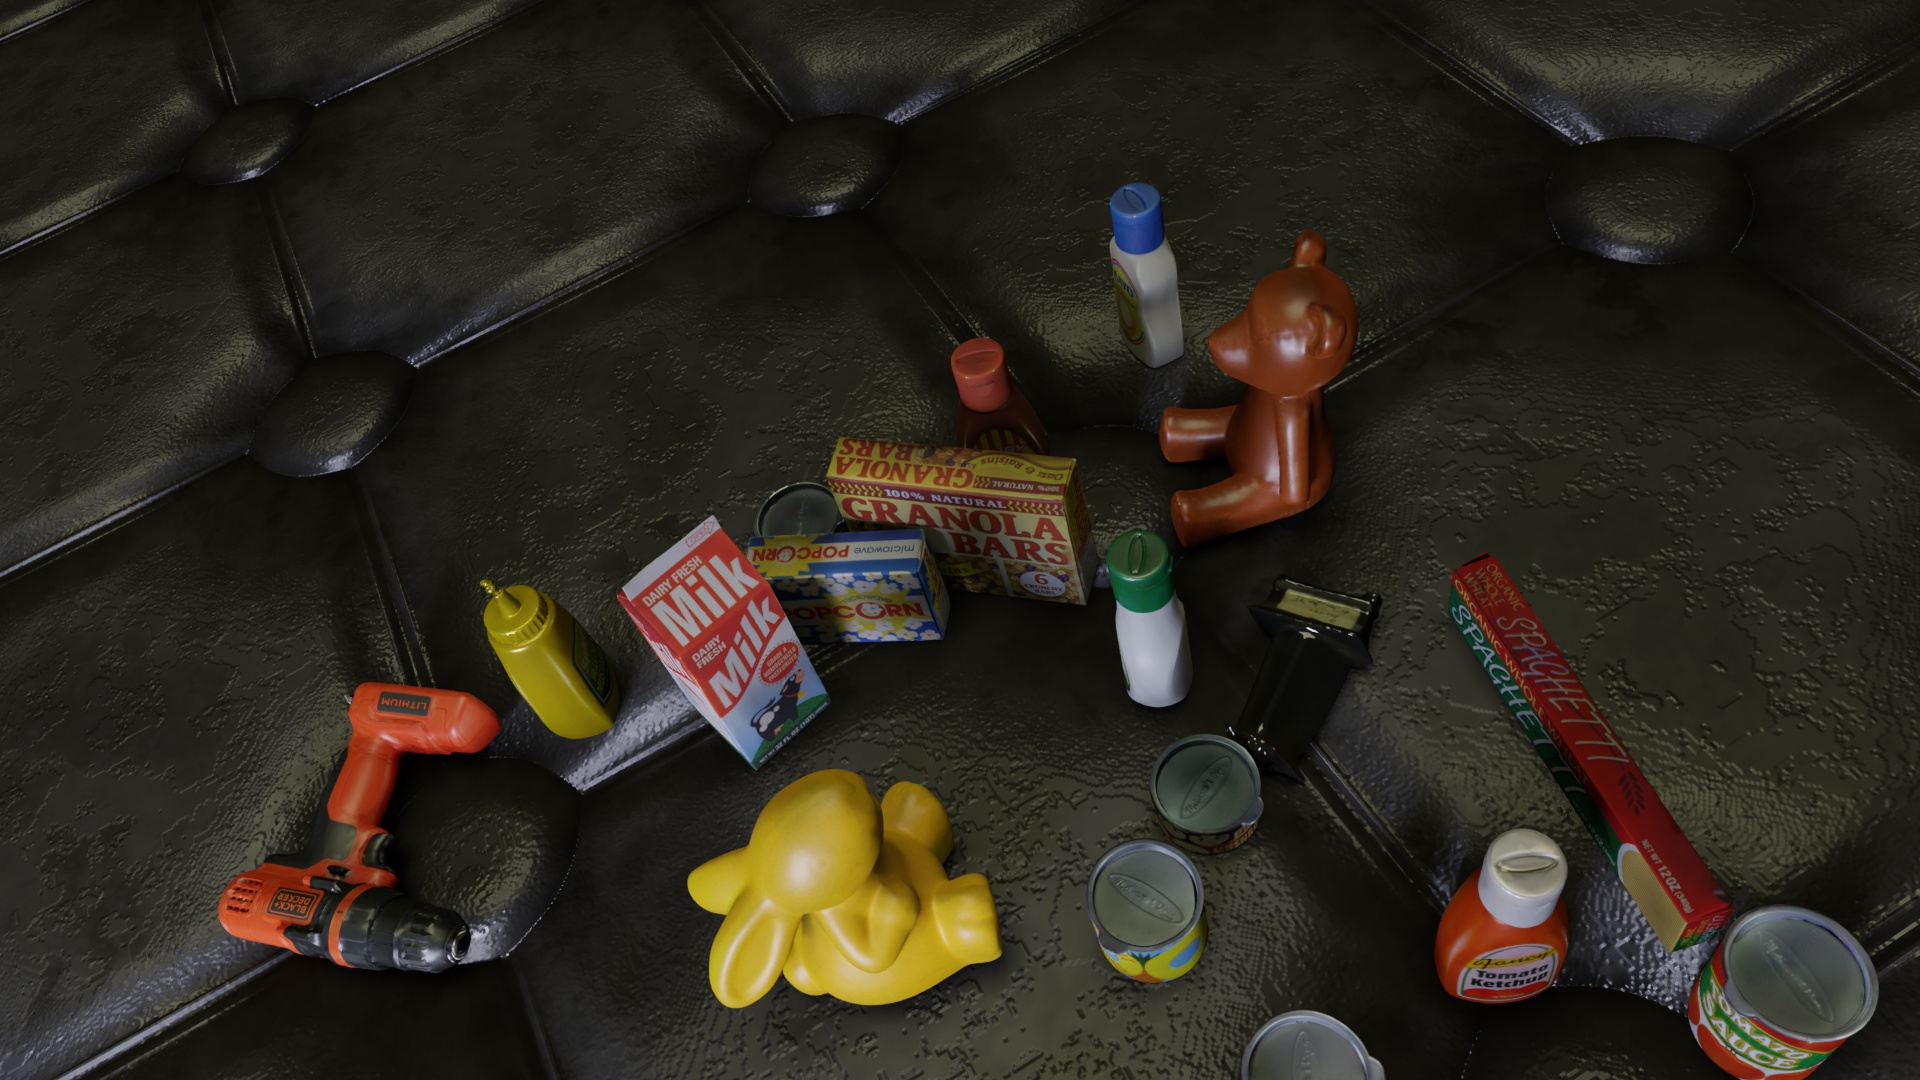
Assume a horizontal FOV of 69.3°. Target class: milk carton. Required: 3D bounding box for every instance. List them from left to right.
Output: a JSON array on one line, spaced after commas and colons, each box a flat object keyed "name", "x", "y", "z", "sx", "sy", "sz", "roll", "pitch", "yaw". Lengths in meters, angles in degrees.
[{"name": "milk carton", "x": -0.154, "y": 0.061, "z": 0.891, "sx": 0.072, "sy": 0.189, "sz": 0.073, "roll": -42, "pitch": 56, "yaw": -17}]

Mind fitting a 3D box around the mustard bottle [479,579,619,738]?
[{"name": "mustard bottle", "x": -0.279, "y": 0.074, "z": 0.931, "sx": 0.049, "sy": 0.159, "sz": 0.065, "roll": -15, "pitch": 52, "yaw": 3}]

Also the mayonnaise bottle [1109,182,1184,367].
[{"name": "mayonnaise bottle", "x": 0.137, "y": -0.199, "z": 1.039, "sx": 0.041, "sy": 0.147, "sz": 0.065, "roll": -26, "pitch": 53, "yaw": -6}]

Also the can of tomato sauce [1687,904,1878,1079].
[{"name": "can of tomato sauce", "x": 0.407, "y": 0.230, "z": 0.696, "sx": 0.071, "sy": 0.082, "sz": 0.071, "roll": -7, "pitch": 53, "yaw": 9}]

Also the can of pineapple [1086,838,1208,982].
[{"name": "can of pineapple", "x": 0.107, "y": 0.214, "z": 0.797, "sx": 0.071, "sy": 0.057, "sz": 0.071, "roll": -7, "pitch": 53, "yaw": 9}]

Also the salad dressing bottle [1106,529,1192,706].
[{"name": "salad dressing bottle", "x": 0.117, "y": 0.049, "z": 0.860, "sx": 0.044, "sy": 0.147, "sz": 0.064, "roll": 1, "pitch": 55, "yaw": 15}]

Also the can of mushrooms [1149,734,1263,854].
[{"name": "can of mushrooms", "x": 0.152, "y": 0.156, "z": 0.845, "sx": 0.071, "sy": 0.033, "sz": 0.071, "roll": -7, "pitch": 53, "yaw": 9}]

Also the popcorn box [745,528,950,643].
[{"name": "popcorn box", "x": -0.078, "y": 0.033, "z": 0.959, "sx": 0.127, "sy": 0.085, "sz": 0.038, "roll": -3, "pitch": 54, "yaw": 12}]

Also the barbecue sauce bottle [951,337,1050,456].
[{"name": "barbecue sauce bottle", "x": 0.025, "y": -0.080, "z": 0.978, "sx": 0.065, "sy": 0.148, "sz": 0.044, "roll": -11, "pitch": 53, "yaw": 6}]

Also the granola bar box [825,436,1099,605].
[{"name": "granola bar box", "x": 0.003, "y": -0.012, "z": 0.948, "sx": 0.165, "sy": 0.123, "sz": 0.039, "roll": 6, "pitch": 56, "yaw": 18}]

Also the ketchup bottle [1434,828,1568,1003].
[{"name": "ketchup bottle", "x": 0.281, "y": 0.194, "z": 0.713, "sx": 0.065, "sy": 0.148, "sz": 0.044, "roll": -9, "pitch": 53, "yaw": 8}]

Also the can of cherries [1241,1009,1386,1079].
[{"name": "can of cherries", "x": 0.184, "y": 0.287, "z": 0.724, "sx": 0.071, "sy": 0.058, "sz": 0.072, "roll": -7, "pitch": 53, "yaw": 9}]

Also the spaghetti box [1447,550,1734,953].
[{"name": "spaghetti box", "x": 0.359, "y": 0.116, "z": 0.813, "sx": 0.029, "sy": 0.050, "sz": 0.251, "roll": -20, "pitch": 52, "yaw": -1}]

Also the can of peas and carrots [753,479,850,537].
[{"name": "can of peas and carrots", "x": -0.108, "y": -0.002, "z": 1.009, "sx": 0.071, "sy": 0.058, "sz": 0.071, "roll": -7, "pitch": 53, "yaw": 9}]
